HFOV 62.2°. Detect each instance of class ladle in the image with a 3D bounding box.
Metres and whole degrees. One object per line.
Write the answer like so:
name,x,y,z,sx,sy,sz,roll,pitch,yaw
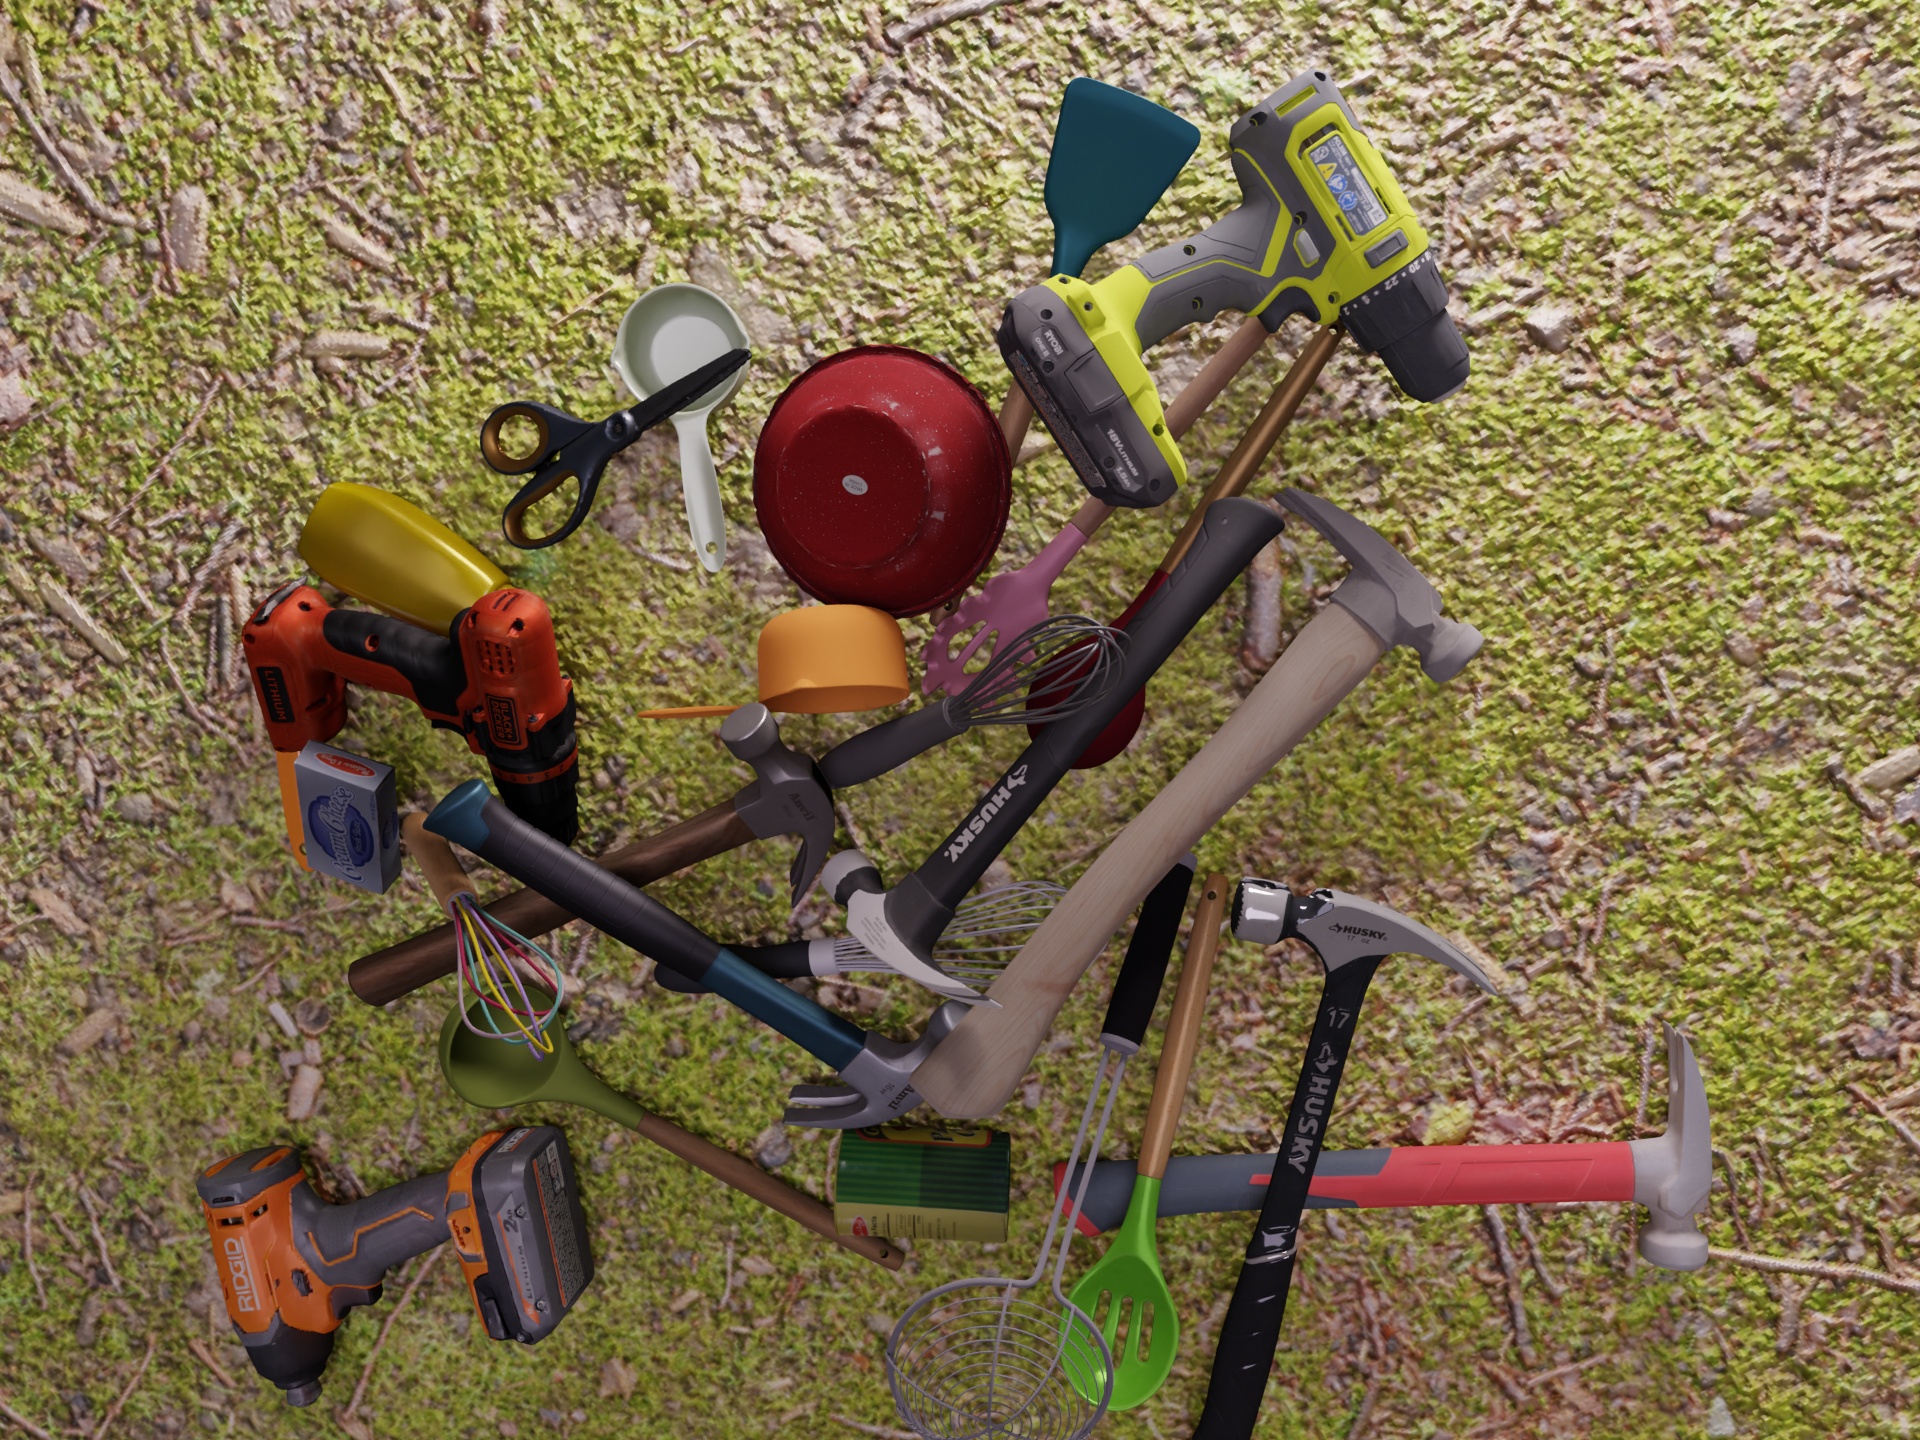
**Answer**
ladle,0.138,-0.106,0.934,0.069,0.031,0.315,34,96,4
ladle,-0.174,0.260,0.981,0.320,0.062,0.078,30,73,-3

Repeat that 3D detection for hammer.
hammer,0.249,0.261,0.959,0.386,0.038,0.143,-3,95,4
hammer,0.063,0.011,0.892,0.335,0.146,0.035,-50,134,4
hammer,0.113,0.054,0.904,0.146,0.038,0.410,43,84,0
hammer,-0.156,0.133,0.921,0.331,0.033,0.128,34,118,-11
hammer,0.191,0.293,0.927,0.149,0.036,0.408,11,106,1
hammer,-0.225,0.103,0.959,0.331,0.031,0.129,-24,127,14

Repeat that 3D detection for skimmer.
skimmer,0.066,0.248,0.927,0.127,0.090,0.363,22,71,-2

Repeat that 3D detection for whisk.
whisk,-0.001,-0.004,0.899,0.239,0.055,0.055,-24,95,39
whisk,-0.050,0.139,0.961,0.284,0.070,0.070,-7,96,10
whisk,-0.277,0.111,0.899,0.047,0.245,0.051,21,101,-40

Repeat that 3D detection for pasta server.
pasta server,0.089,-0.131,0.929,0.060,0.040,0.316,40,96,-13

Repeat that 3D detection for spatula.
spatula,0.042,-0.201,0.921,0.082,0.044,0.317,18,99,-15

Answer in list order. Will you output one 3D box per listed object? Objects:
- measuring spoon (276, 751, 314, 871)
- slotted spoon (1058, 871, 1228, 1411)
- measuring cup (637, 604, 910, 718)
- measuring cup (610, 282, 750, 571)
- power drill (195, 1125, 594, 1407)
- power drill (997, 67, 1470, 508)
measuring spoon,-0.419,0.038,0.995,0.021,0.011,0.117,-8,95,5
slotted spoon,0.120,0.244,0.941,0.070,0.031,0.314,11,83,18
measuring cup,-0.114,-0.032,0.938,0.173,0.095,0.052,-6,81,19
measuring cup,-0.155,-0.172,0.942,0.083,0.038,0.167,-7,98,5
power drill,-0.352,0.341,0.991,0.226,0.084,0.164,-9,96,9
power drill,0.155,-0.215,0.875,0.228,0.080,0.190,-34,99,-2
